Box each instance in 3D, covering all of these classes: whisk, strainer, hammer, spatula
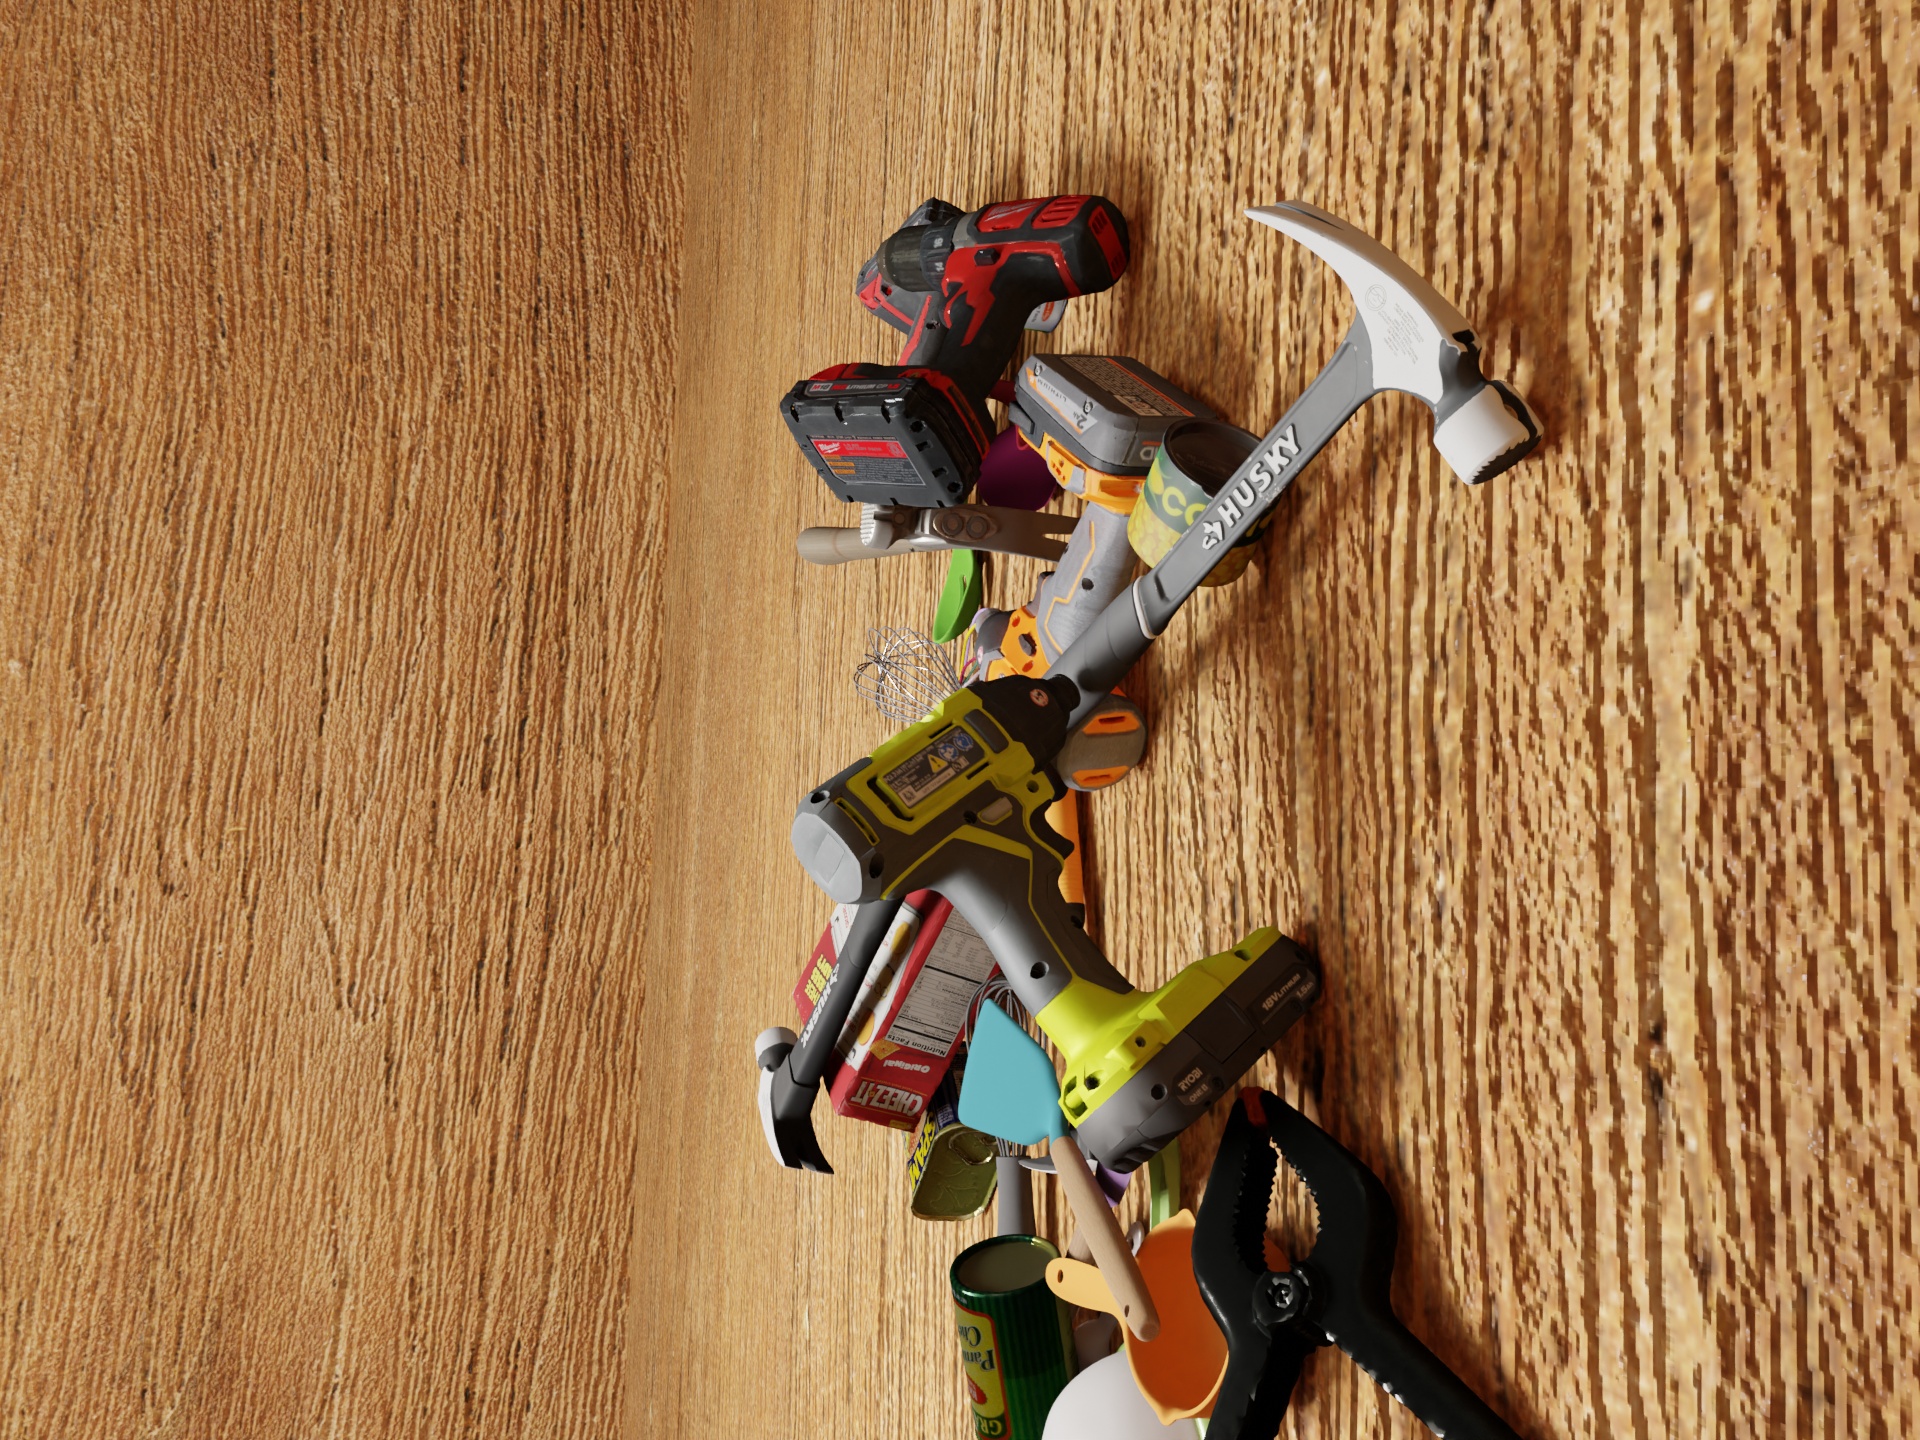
[{"bbox_3d":[0.010,-0.026,1.174,0.245,0.047,0.051,132,137,-69],"label":"whisk"},{"bbox_3d":[0.083,0.348,0.834,0.151,0.069,0.256,175,97,-71],"label":"strainer"},{"bbox_3d":[0.097,-0.070,0.768,0.149,0.036,0.408,58,144,14],"label":"hammer"},{"bbox_3d":[-0.002,-0.004,1.061,0.285,0.070,0.070,36,121,58],"label":"whisk"},{"bbox_3d":[0.050,0.240,0.849,0.318,0.044,0.082,-133,55,-77],"label":"spatula"},{"bbox_3d":[0.033,0.282,1.022,0.055,0.055,0.239,146,123,-67],"label":"whisk"},{"bbox_3d":[0.062,0.110,0.997,0.127,0.034,0.337,132,138,-60],"label":"hammer"},{"bbox_3d":[0.072,0.287,0.894,0.060,0.018,0.315,-94,9,-47],"label":"spatula"},{"bbox_3d":[-0.044,-0.135,1.193,0.411,0.146,0.038,-166,81,-73],"label":"hammer"},{"bbox_3d":[-0.060,0.142,1.035,0.334,0.035,0.146,-65,23,22],"label":"hammer"}]

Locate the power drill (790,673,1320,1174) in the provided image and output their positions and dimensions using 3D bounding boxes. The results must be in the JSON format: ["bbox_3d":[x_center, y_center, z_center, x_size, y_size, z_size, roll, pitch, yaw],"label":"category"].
[{"bbox_3d":[0.052,0.082,0.752,0.223,0.171,0.080,47,145,13],"label":"power drill"}]

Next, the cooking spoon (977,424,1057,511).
[{"bbox_3d":[-0.002,-0.204,1.206,0.319,0.017,0.069,32,101,59],"label":"cooking spoon"}]

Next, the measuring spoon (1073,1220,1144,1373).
[{"bbox_3d":[0.083,0.334,0.917,0.034,0.018,0.124,-115,33,-55],"label":"measuring spoon"}]

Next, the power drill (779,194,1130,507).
[{"bbox_3d":[-0.018,-0.241,0.994,0.188,0.080,0.227,10,57,40],"label":"power drill"}]

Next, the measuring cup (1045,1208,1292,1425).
[{"bbox_3d":[0.103,0.287,0.783,0.173,0.052,0.095,-20,60,63],"label":"measuring cup"}]

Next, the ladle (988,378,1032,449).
[{"bbox_3d":[0.016,-0.245,1.170,0.069,0.031,0.316,-64,27,7],"label":"ladle"}]

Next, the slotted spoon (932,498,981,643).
[{"bbox_3d":[0.003,-0.212,1.245,0.070,0.031,0.314,158,116,-69],"label":"slotted spoon"}]

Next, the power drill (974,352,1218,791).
[{"bbox_3d":[0.064,-0.094,0.932,0.164,0.084,0.226,50,137,50],"label":"power drill"}]

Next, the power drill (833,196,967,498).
[{"bbox_3d":[-0.036,-0.263,1.175,0.143,0.078,0.220,-31,41,47],"label":"power drill"}]
